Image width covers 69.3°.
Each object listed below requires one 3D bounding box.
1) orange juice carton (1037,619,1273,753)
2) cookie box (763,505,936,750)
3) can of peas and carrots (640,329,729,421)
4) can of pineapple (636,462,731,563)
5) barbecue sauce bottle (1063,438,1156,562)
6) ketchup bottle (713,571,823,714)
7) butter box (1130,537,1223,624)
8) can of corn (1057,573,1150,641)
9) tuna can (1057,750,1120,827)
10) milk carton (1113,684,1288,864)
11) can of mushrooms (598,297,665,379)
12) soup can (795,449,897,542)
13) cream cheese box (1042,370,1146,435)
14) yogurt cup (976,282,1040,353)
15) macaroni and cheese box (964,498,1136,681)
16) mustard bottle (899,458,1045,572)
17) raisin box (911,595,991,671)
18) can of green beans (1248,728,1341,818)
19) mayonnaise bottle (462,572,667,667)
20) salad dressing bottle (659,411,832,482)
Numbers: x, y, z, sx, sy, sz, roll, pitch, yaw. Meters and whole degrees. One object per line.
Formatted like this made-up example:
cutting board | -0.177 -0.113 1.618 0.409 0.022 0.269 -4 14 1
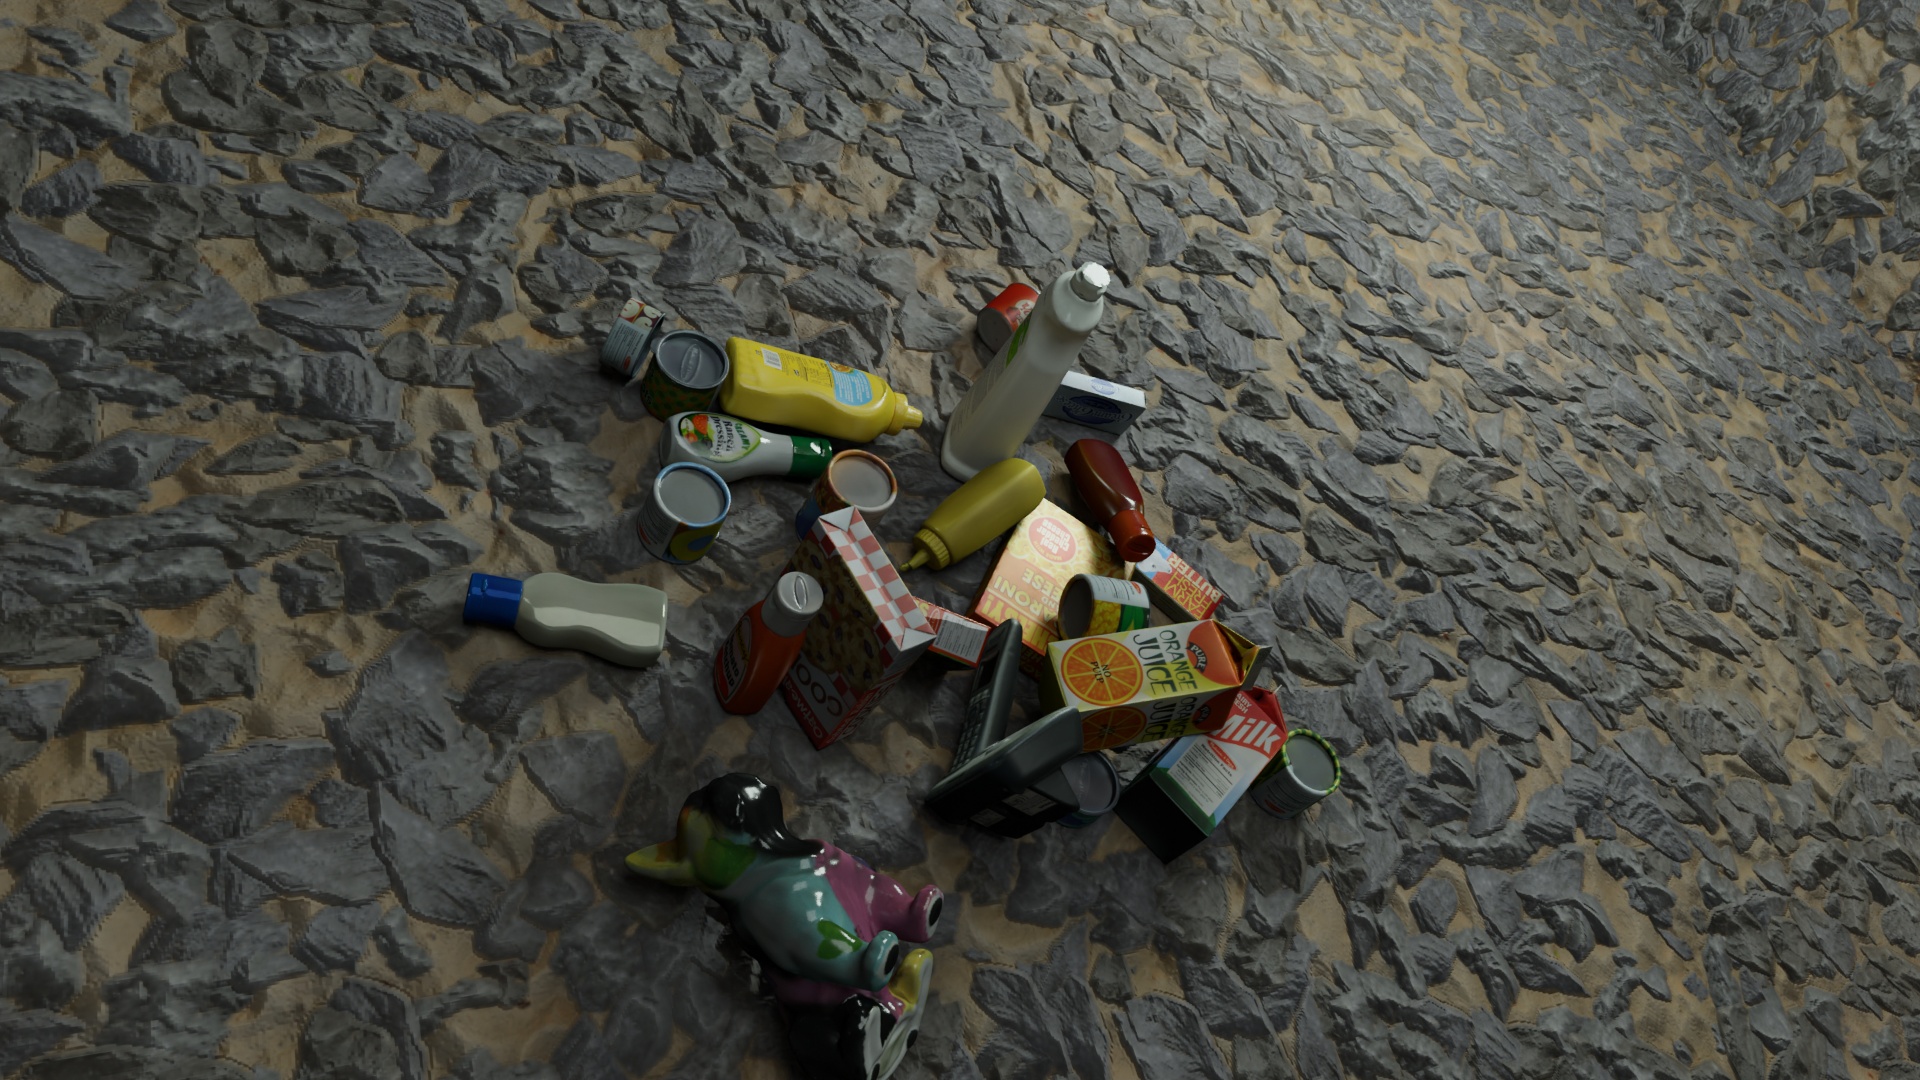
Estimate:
orange juice carton | 0.169 0.122 1.184 0.193 0.071 0.073 -7 51 -12
cookie box | -0.099 0.072 1.086 0.040 0.166 0.123 -19 68 -40
can of peas and carrots | -0.247 -0.144 1.231 0.071 0.058 0.071 14 52 -19
can of pineapple | -0.228 -0.024 1.156 0.071 0.057 0.071 15 52 -19
barbecue sauce bottle | 0.150 -0.039 1.356 0.065 0.043 0.149 17 32 -29
ketchup bottle | -0.148 0.076 1.069 0.043 0.148 0.065 5 56 -28
butter box | 0.206 0.041 1.371 0.103 0.024 0.053 40 49 3
can of corn | 0.125 0.067 1.228 0.058 0.070 0.071 10 54 -24
tuna can | 0.098 0.209 1.186 0.071 0.032 0.071 15 52 -20
milk carton | 0.224 0.194 1.241 0.073 0.072 0.191 46 50 7
can of mushrooms | -0.290 -0.179 1.229 0.033 0.070 0.071 26 49 -9
soup can | -0.101 -0.032 1.215 0.071 0.083 0.072 15 52 -19
cream cheese box | 0.136 -0.144 1.446 0.104 0.053 0.024 13 55 -21
yogurt cup | 0.054 -0.230 1.457 0.054 0.072 0.072 -36 79 -33
macaroni and cheese box | 0.084 0.050 1.287 0.124 0.040 0.167 33 48 -5
mustard bottle | 0.005 -0.016 1.274 0.161 0.065 0.048 -37 117 -22
raisin box | -0.047 0.070 1.167 0.123 0.086 0.040 22 78 -13
can of green beans | 0.307 0.215 1.281 0.071 0.057 0.071 15 52 -20
mayonnaise bottle | -0.303 0.056 1.070 0.148 0.041 0.065 12 51 -20
salad dressing bottle | -0.188 -0.079 1.227 0.148 0.043 0.064 4 54 -27
